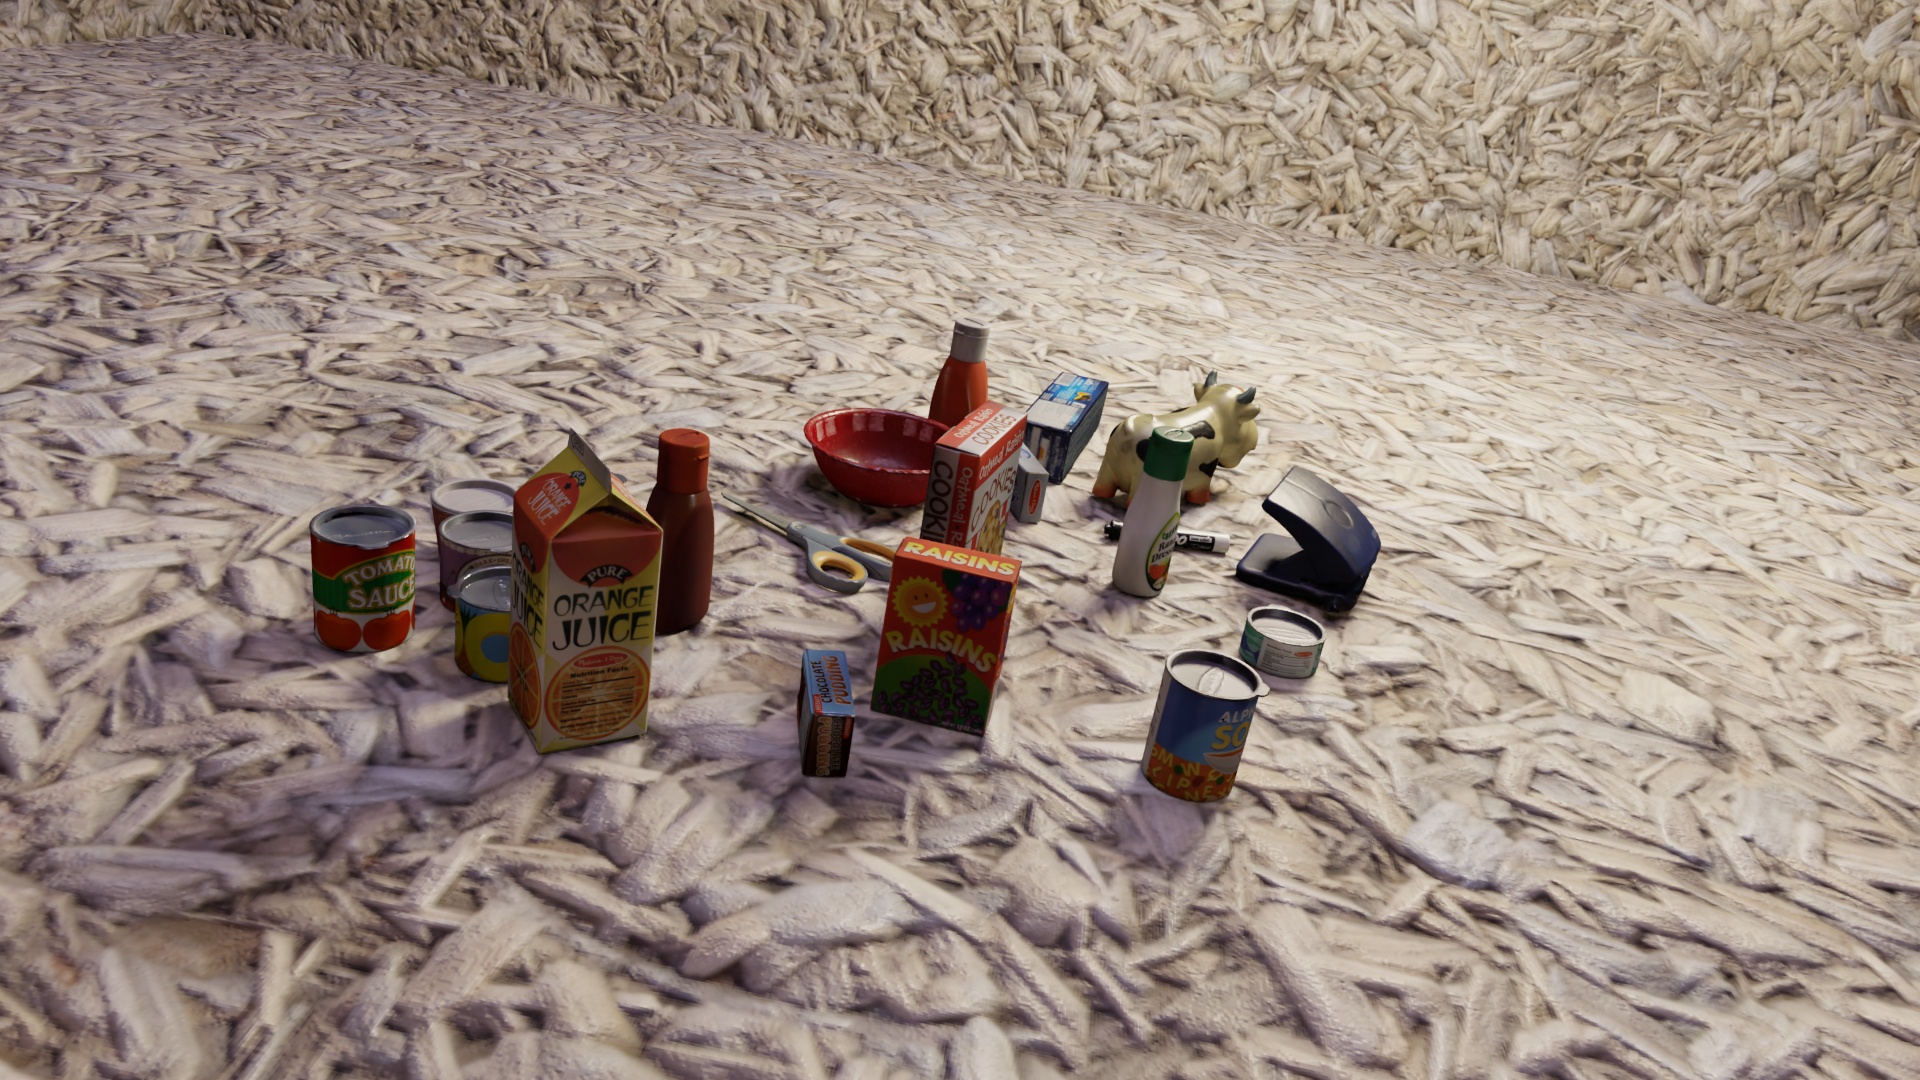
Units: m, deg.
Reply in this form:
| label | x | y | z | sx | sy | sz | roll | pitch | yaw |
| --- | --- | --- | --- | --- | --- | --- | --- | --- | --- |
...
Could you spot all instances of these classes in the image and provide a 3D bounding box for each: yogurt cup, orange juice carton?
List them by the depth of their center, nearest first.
| label | x | y | z | sx | sy | sz | roll | pitch | yaw |
| --- | --- | --- | --- | --- | --- | --- | --- | --- | --- |
| orange juice carton | -0.237 | 0.030 | 0.874 | 0.073 | 0.191 | 0.072 | -7 | 28 | -33 |
| yogurt cup | -0.377 | -0.011 | 1.082 | 0.072 | 0.053 | 0.073 | 8 | 24 | -4 |

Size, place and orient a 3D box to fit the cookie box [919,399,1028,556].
| label | x | y | z | sx | sy | sz | roll | pitch | yaw |
| --- | --- | --- | --- | --- | --- | --- | --- | --- | --- |
| cookie box | 0.004 | -0.014 | 1.094 | 0.040 | 0.166 | 0.123 | 16 | 24 | 14 |

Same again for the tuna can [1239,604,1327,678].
| label | x | y | z | sx | sy | sz | roll | pitch | yaw |
| --- | --- | --- | --- | --- | --- | --- | --- | --- | --- |
| tuna can | 0.265 | 0.083 | 1.145 | 0.071 | 0.032 | 0.071 | 8 | 24 | -4 |

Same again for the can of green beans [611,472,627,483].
| label | x | y | z | sx | sy | sz | roll | pitch | yaw |
| --- | --- | --- | --- | --- | --- | --- | --- | --- | --- |
| can of green beans | -0.310 | -0.023 | 1.128 | 0.071 | 0.057 | 0.071 | 8 | 24 | -4 |

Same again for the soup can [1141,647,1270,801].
| label | x | y | z | sx | sy | sz | roll | pitch | yaw |
| --- | --- | --- | --- | --- | --- | --- | --- | --- | --- |
| soup can | 0.166 | 0.127 | 0.947 | 0.071 | 0.083 | 0.071 | 8 | 24 | -4 |

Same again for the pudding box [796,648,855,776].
| label | x | y | z | sx | sy | sz | roll | pitch | yaw |
| --- | --- | --- | --- | --- | --- | --- | --- | --- | --- |
| pudding box | -0.090 | 0.113 | 0.922 | 0.030 | 0.049 | 0.084 | 4 | 24 | -12 |

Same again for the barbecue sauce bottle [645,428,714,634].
| label | x | y | z | sx | sy | sz | roll | pitch | yaw |
| --- | --- | --- | --- | --- | --- | --- | --- | --- | --- |
| barbecue sauce bottle | -0.208 | -0.008 | 1.023 | 0.044 | 0.147 | 0.065 | 21 | 26 | 24 |

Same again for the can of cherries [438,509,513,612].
| label | x | y | z | sx | sy | sz | roll | pitch | yaw |
| --- | --- | --- | --- | --- | --- | --- | --- | --- | --- |
| can of cherries | -0.349 | 0.018 | 1.022 | 0.071 | 0.058 | 0.072 | 8 | 24 | -4 |

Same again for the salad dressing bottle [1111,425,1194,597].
| label | x | y | z | sx | sy | sz | roll | pitch | yaw |
| --- | --- | --- | --- | --- | --- | --- | --- | --- | --- |
| salad dressing bottle | 0.169 | -0.025 | 1.206 | 0.044 | 0.147 | 0.064 | 24 | 27 | 29 |

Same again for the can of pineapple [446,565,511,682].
| label | x | y | z | sx | sy | sz | roll | pitch | yaw |
| --- | --- | --- | --- | --- | --- | --- | --- | --- | --- |
| can of pineapple | -0.314 | 0.056 | 0.951 | 0.071 | 0.057 | 0.071 | 8 | 24 | -4 |

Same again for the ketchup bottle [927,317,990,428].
| label | x | y | z | sx | sy | sz | roll | pitch | yaw |
| --- | --- | --- | --- | --- | --- | --- | --- | --- | --- |
| ketchup bottle | 0.001 | -0.153 | 1.423 | 0.065 | 0.148 | 0.044 | 28 | 30 | 36 |

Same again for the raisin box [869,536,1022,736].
| label | x | y | z | sx | sy | sz | roll | pitch | yaw |
| --- | --- | --- | --- | --- | --- | --- | --- | --- | --- |
| raisin box | -0.010 | 0.066 | 0.965 | 0.086 | 0.122 | 0.040 | 13 | 24 | 7 |

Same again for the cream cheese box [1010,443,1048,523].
| label | x | y | z | sx | sy | sz | roll | pitch | yaw |
| --- | --- | --- | --- | --- | --- | --- | --- | --- | --- |
| cream cheese box | 0.056 | -0.062 | 1.359 | 0.024 | 0.053 | 0.104 | 2 | 25 | -18 |

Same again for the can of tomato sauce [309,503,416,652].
| label | x | y | z | sx | sy | sz | roll | pitch | yaw |
| --- | --- | --- | --- | --- | --- | --- | --- | --- | --- |
| can of tomato sauce | -0.407 | 0.026 | 0.951 | 0.071 | 0.082 | 0.071 | 8 | 24 | -4 |
